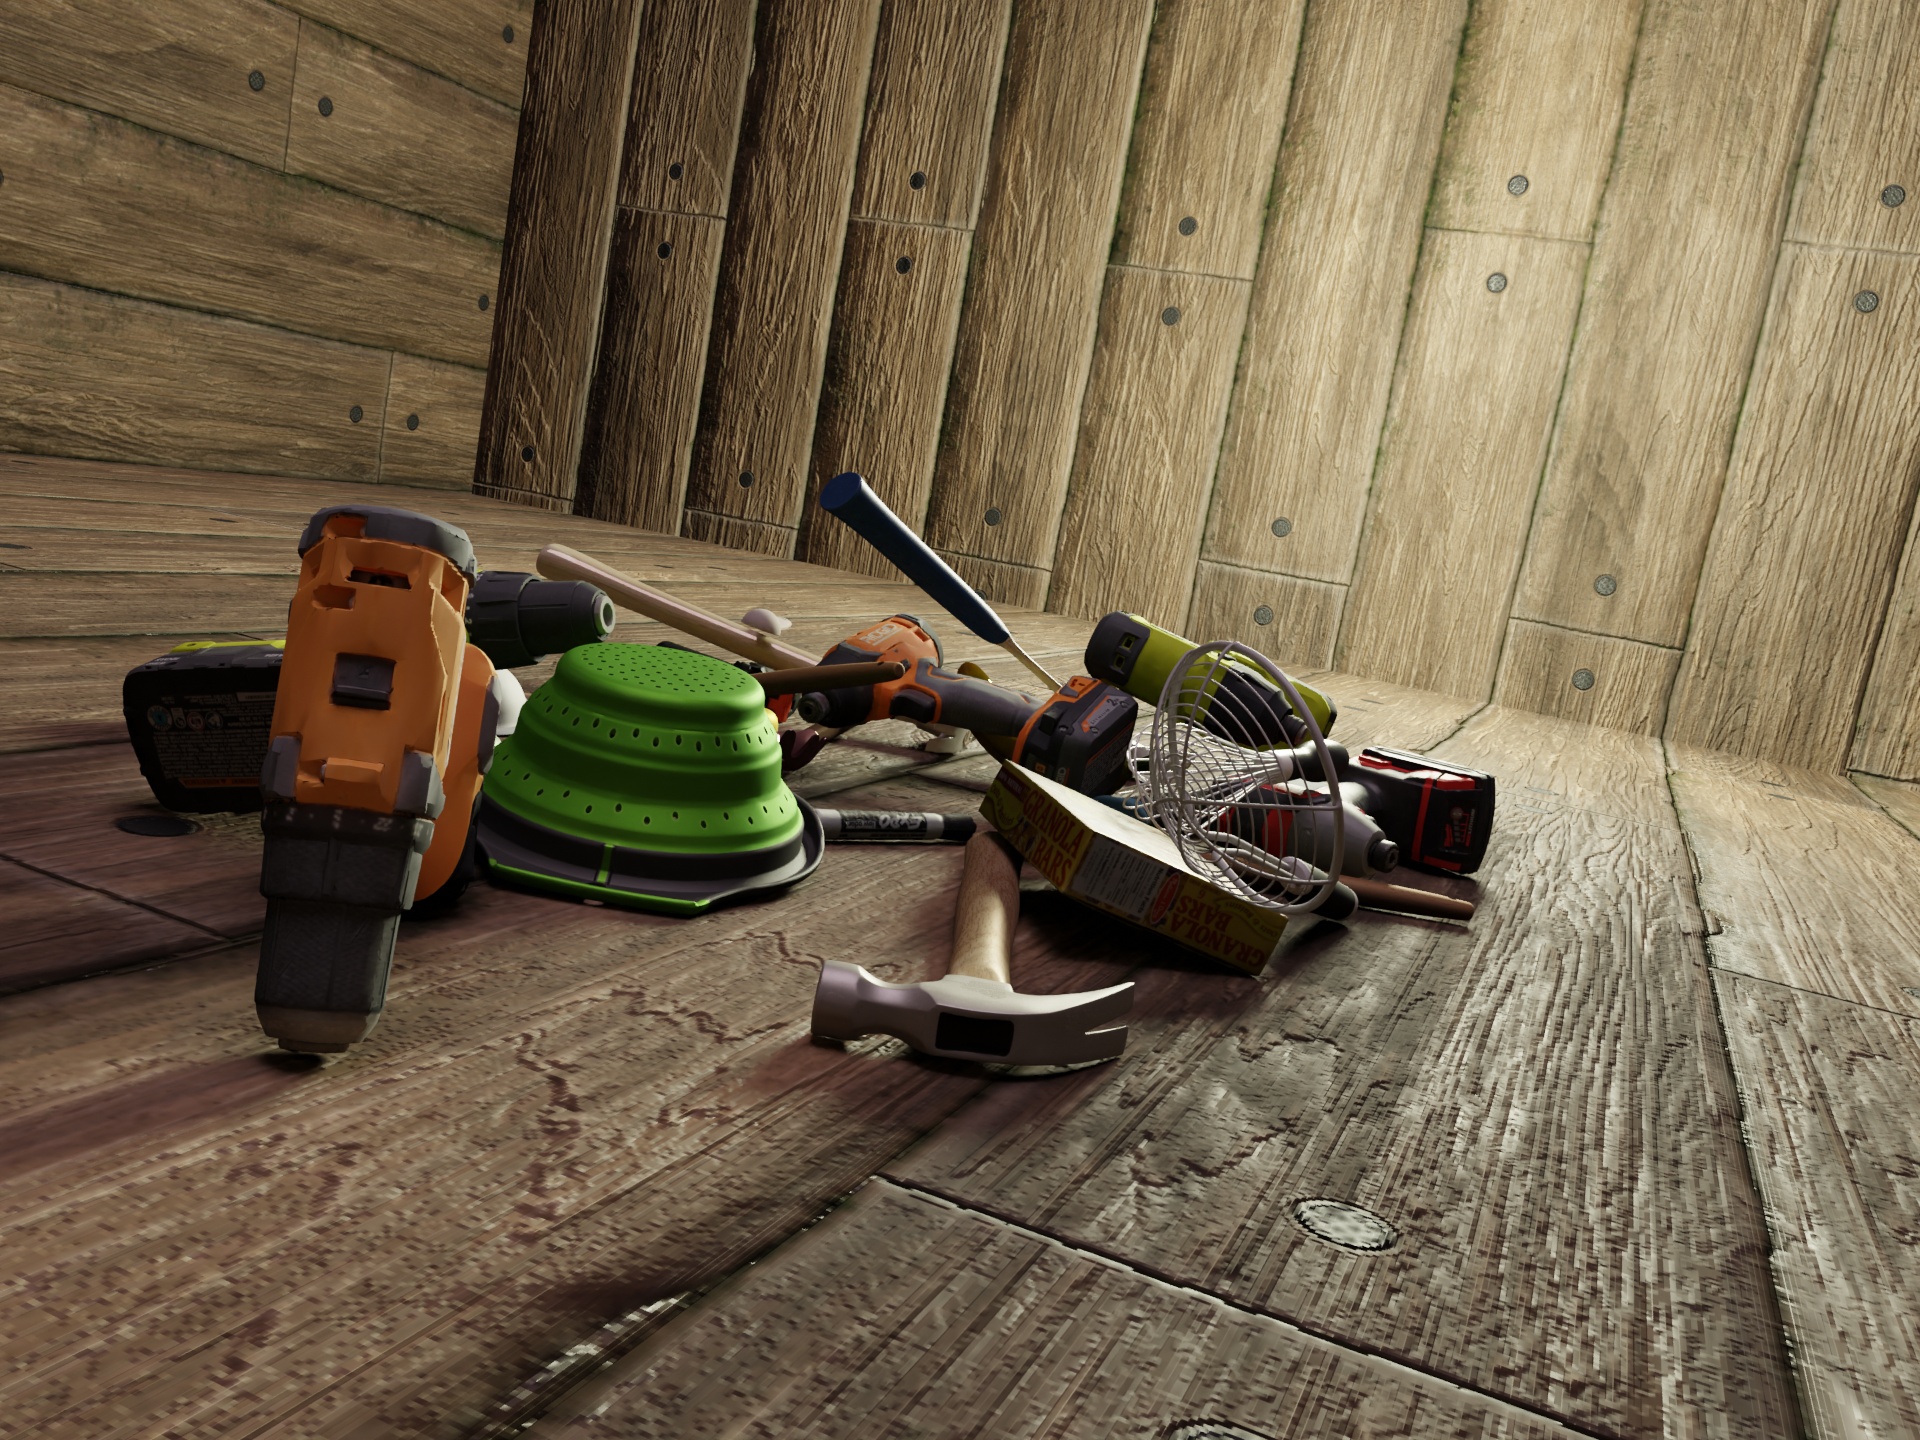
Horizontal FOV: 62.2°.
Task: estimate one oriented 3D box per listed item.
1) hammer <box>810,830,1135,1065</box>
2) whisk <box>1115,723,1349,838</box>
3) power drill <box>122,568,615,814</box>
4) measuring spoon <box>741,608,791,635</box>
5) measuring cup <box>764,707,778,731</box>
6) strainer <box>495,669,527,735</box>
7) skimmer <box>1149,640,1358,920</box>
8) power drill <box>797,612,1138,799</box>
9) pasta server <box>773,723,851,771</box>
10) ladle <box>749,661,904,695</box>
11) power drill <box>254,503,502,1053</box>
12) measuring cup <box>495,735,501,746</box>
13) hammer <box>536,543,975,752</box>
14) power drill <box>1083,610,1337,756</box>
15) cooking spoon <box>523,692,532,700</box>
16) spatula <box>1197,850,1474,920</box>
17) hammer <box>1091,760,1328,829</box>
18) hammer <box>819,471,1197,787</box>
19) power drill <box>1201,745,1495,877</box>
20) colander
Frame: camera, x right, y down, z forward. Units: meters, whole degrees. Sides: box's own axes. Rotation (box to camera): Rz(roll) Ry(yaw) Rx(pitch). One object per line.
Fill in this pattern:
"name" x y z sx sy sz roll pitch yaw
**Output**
"hammer" 0.015 0.101 0.782 0.130 0.031 0.331 10 8 2
"whisk" 0.186 0.033 1.018 0.070 0.070 0.284 16 11 35
"power drill" -0.311 -0.030 0.863 0.190 0.080 0.228 -2 20 12
"measuring spoon" -0.161 -0.089 1.373 0.034 0.018 0.124 21 7 2
"measuring cup" -0.206 -0.009 1.255 0.157 0.029 0.062 18 12 37
"strainer" -0.405 -0.024 1.104 0.258 0.050 0.087 4 24 -14
"skimmer" 0.183 0.057 0.824 0.127 0.090 0.363 61 15 25
"power drill" -0.002 -0.004 1.164 0.226 0.084 0.164 21 27 19
"pasta server" -0.111 0.004 1.260 0.060 0.040 0.316 23 9 6
"ladle" -0.152 -0.027 1.156 0.315 0.031 0.069 -3 31 44
"power drill" -0.230 0.031 0.624 0.084 0.185 0.226 8 -10 -15
"measuring cup" -0.346 0.012 0.920 0.167 0.038 0.083 12 8 -1
"hammer" -0.181 -0.065 1.360 0.411 0.038 0.146 22 7 9
"power drill" 0.210 -0.016 1.243 0.171 0.080 0.223 27 6 25
"cooking spoon" -0.339 -0.014 1.176 0.319 0.017 0.069 9 18 -6
"spatula" 0.181 0.087 1.033 0.317 0.044 0.082 11 5 -2
"hammer" 0.205 0.066 1.232 0.128 0.033 0.331 17 11 37
"hammer" 0.041 -0.062 1.265 0.405 0.035 0.144 40 -12 -37
"power drill" 0.292 0.073 1.156 0.219 0.078 0.143 -3 14 -45
"colander" -0.168 -0.005 0.936 0.204 0.094 0.397 11 14 -3
